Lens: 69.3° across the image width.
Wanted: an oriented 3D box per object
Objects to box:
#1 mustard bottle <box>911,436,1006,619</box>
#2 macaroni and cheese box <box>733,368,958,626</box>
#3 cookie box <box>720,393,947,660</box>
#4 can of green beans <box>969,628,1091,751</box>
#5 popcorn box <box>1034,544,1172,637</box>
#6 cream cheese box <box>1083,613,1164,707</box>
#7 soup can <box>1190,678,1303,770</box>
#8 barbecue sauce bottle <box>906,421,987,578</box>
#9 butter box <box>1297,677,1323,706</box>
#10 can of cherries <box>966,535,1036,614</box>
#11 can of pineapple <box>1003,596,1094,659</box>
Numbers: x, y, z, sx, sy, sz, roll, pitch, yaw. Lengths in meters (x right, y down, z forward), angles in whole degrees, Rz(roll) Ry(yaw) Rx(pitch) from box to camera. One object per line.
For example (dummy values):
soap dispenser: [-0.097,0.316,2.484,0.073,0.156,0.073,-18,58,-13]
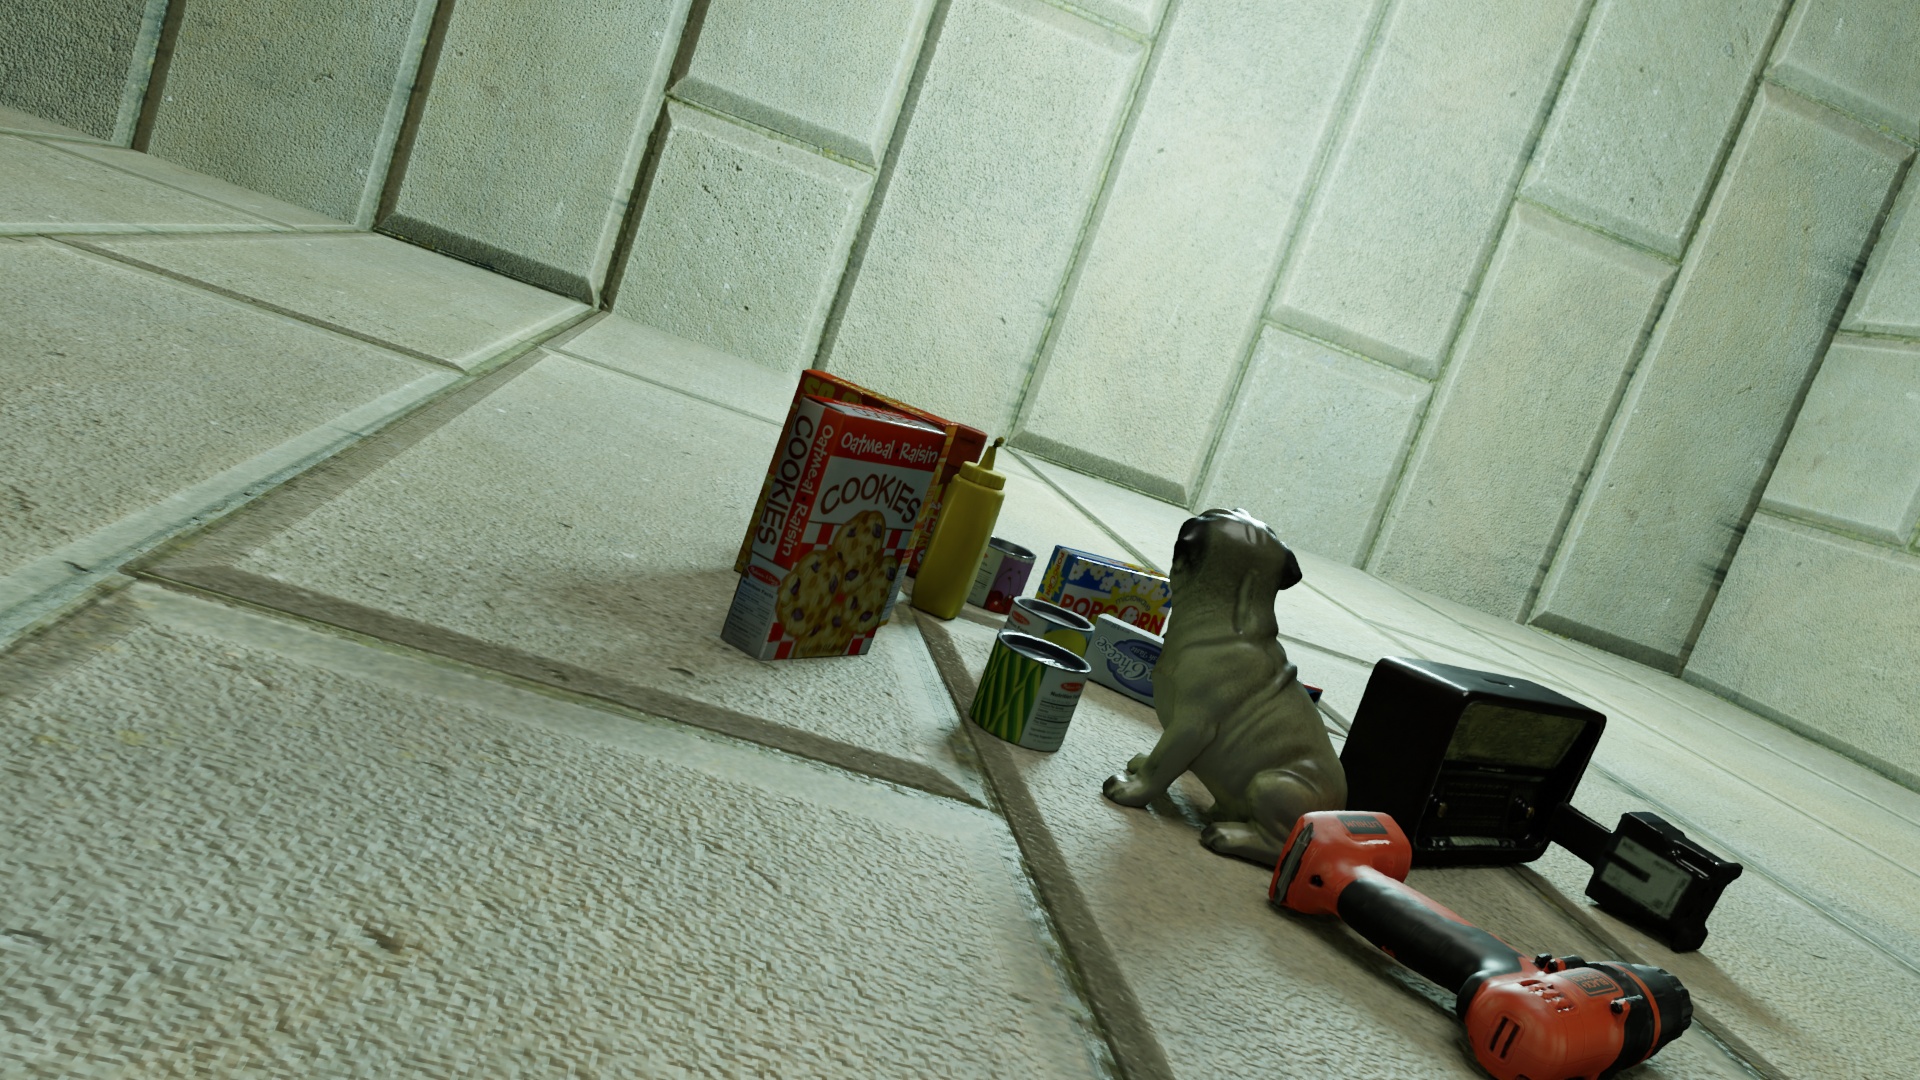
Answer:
mustard bottle: [0.004,-0.015,1.177,0.049,0.160,0.065,21,8,5]
macaroni and cheese box: [-0.088,-0.033,1.065,0.124,0.166,0.040,22,9,13]
cookie box: [-0.082,-0.007,0.919,0.040,0.167,0.123,25,10,29]
can of green beans: [0.045,0.099,0.915,0.071,0.057,0.071,20,9,-3]
popcorn box: [0.126,0.059,1.241,0.127,0.085,0.038,14,10,-33]
cream cheese box: [0.153,0.104,1.131,0.104,0.053,0.024,23,9,16]
soup can: [0.199,0.127,0.995,0.071,0.083,0.071,20,9,-3]
barbecue sauce bottle: [-0.016,-0.036,1.297,0.065,0.148,0.044,19,8,-4]
butter box: [0.249,0.133,1.168,0.103,0.053,0.024,17,9,-16]
can of cherries: [0.032,0.031,1.293,0.071,0.058,0.071,20,9,-3]
can of pineapple: [0.063,0.082,1.057,0.071,0.057,0.071,20,9,-3]
